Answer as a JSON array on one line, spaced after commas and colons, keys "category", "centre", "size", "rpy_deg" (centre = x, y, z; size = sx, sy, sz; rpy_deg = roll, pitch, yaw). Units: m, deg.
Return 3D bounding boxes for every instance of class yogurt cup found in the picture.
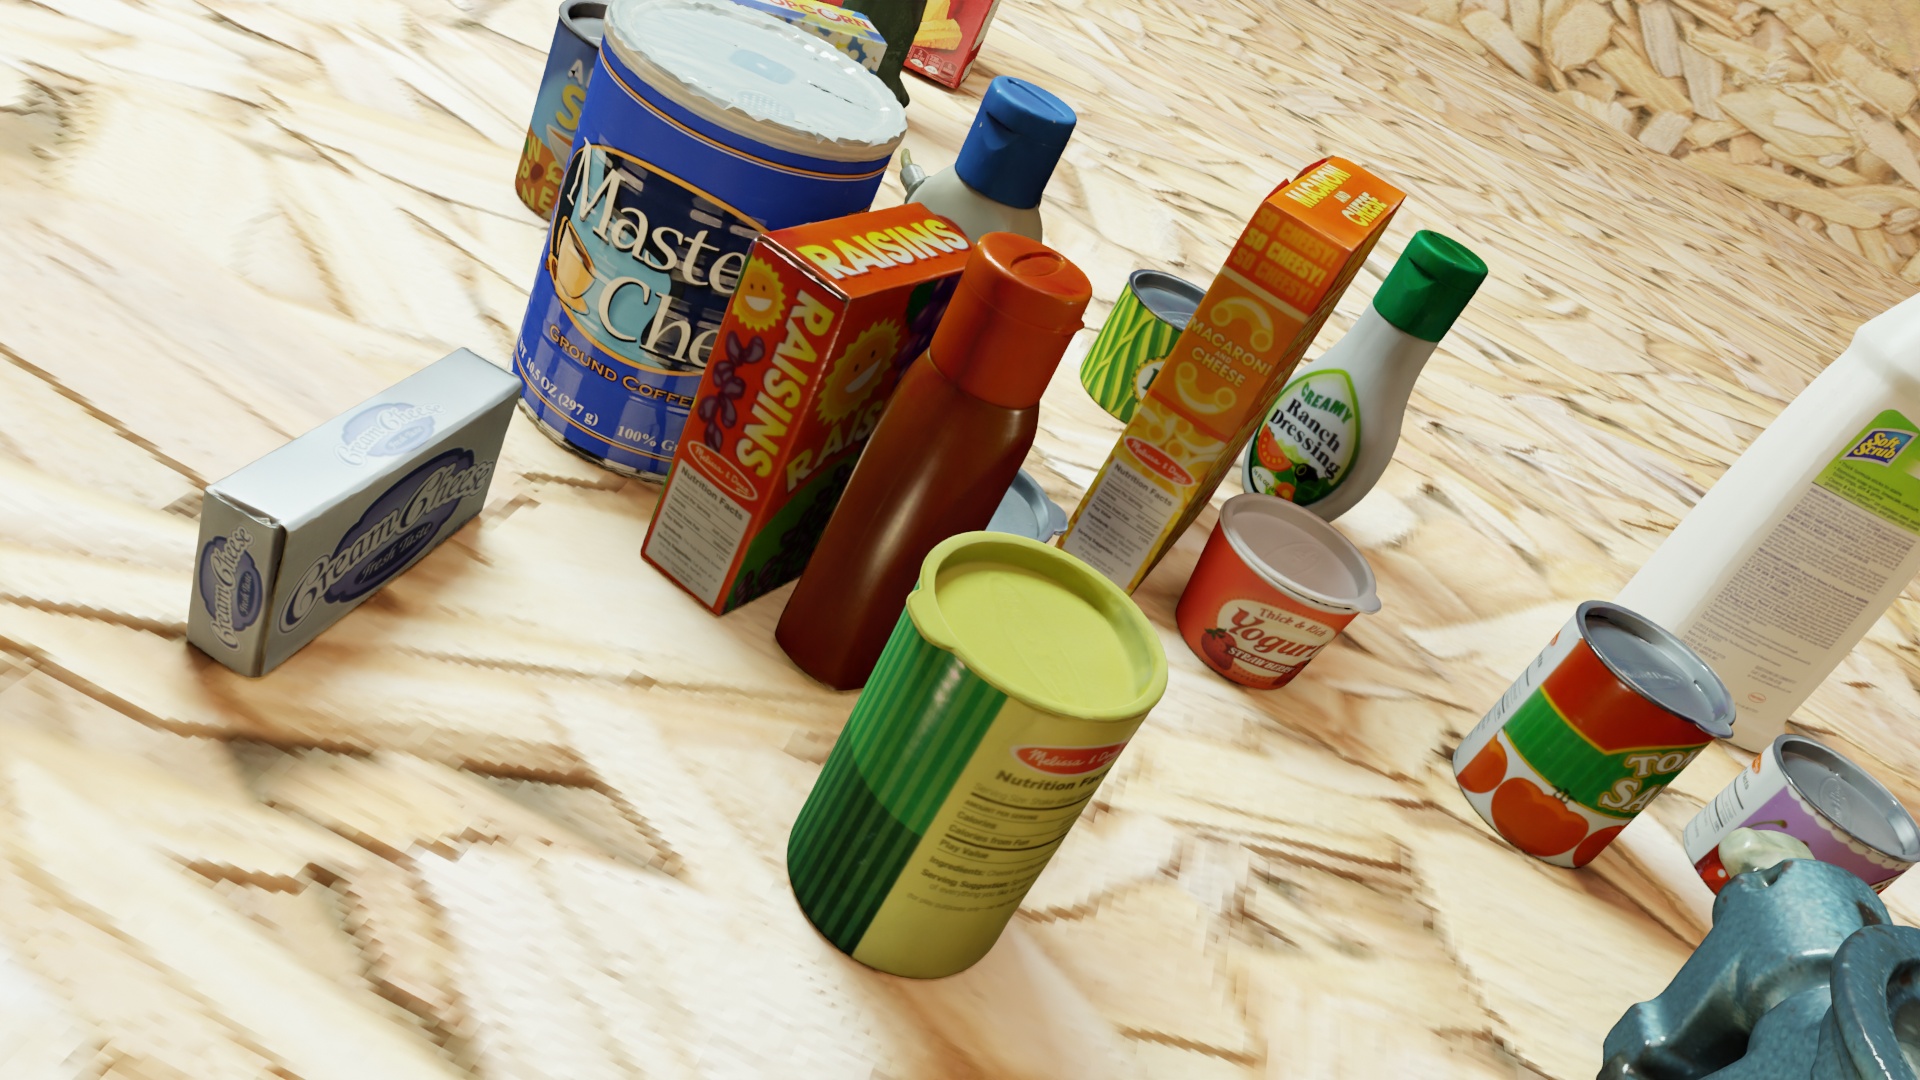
[{"category": "yogurt cup", "centre": [0.122, 0.022, 0.552], "size": [0.072, 0.053, 0.073], "rpy_deg": [20, 33, -13]}]

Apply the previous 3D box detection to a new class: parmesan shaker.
[{"category": "parmesan shaker", "centre": [-0.001, 0.057, 0.363], "size": [0.071, 0.102, 0.072], "rpy_deg": [20, 33, -13]}]

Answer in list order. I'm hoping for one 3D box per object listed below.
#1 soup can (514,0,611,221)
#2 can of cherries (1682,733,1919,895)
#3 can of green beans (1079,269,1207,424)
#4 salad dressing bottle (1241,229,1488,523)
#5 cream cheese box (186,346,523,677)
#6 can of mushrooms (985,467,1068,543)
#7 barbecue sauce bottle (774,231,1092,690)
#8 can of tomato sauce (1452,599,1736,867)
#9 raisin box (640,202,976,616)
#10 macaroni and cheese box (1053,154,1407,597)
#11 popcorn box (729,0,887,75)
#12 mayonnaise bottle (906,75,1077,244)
[{"category": "soup can", "centre": [-0.152, -0.182, 0.607], "size": [0.071, 0.083, 0.072], "rpy_deg": [20, 33, -13]}, {"category": "can of cherries", "centre": [0.346, 0.125, 0.570], "size": [0.071, 0.058, 0.072], "rpy_deg": [20, 33, -13]}, {"category": "can of green beans", "centre": [0.101, -0.094, 0.696], "size": [0.071, 0.057, 0.071], "rpy_deg": [20, 33, -13]}, {"category": "salad dressing bottle", "centre": [0.187, -0.073, 0.647], "size": [0.044, 0.147, 0.064], "rpy_deg": [-7, 46, -43]}, {"category": "cream cheese box", "centre": [-0.164, -0.011, 0.384], "size": [0.024, 0.053, 0.104], "rpy_deg": [29, 32, 2]}, {"category": "can of mushrooms", "centre": [0.002, -0.007, 0.521], "size": [0.071, 0.033, 0.071], "rpy_deg": [20, 33, -13]}, {"category": "barbecue sauce bottle", "centre": [-0.007, -0.022, 0.428], "size": [0.044, 0.147, 0.065], "rpy_deg": [37, 33, 15]}, {"category": "can of tomato sauce", "centre": [0.244, 0.077, 0.538], "size": [0.071, 0.082, 0.071], "rpy_deg": [20, 33, -13]}, {"category": "raisin box", "centre": [-0.047, -0.044, 0.453], "size": [0.040, 0.122, 0.086], "rpy_deg": [38, 33, 16]}, {"category": "macaroni and cheese box", "centre": [0.109, -0.068, 0.565], "size": [0.040, 0.165, 0.124], "rpy_deg": [34, 32, 10]}, {"category": "popcorn box", "centre": [-0.112, -0.242, 0.722], "size": [0.127, 0.084, 0.038], "rpy_deg": [2, 40, -35]}, {"category": "mayonnaise bottle", "centre": [-0.002, -0.111, 0.560], "size": [0.065, 0.147, 0.041], "rpy_deg": [40, 33, 18]}]
